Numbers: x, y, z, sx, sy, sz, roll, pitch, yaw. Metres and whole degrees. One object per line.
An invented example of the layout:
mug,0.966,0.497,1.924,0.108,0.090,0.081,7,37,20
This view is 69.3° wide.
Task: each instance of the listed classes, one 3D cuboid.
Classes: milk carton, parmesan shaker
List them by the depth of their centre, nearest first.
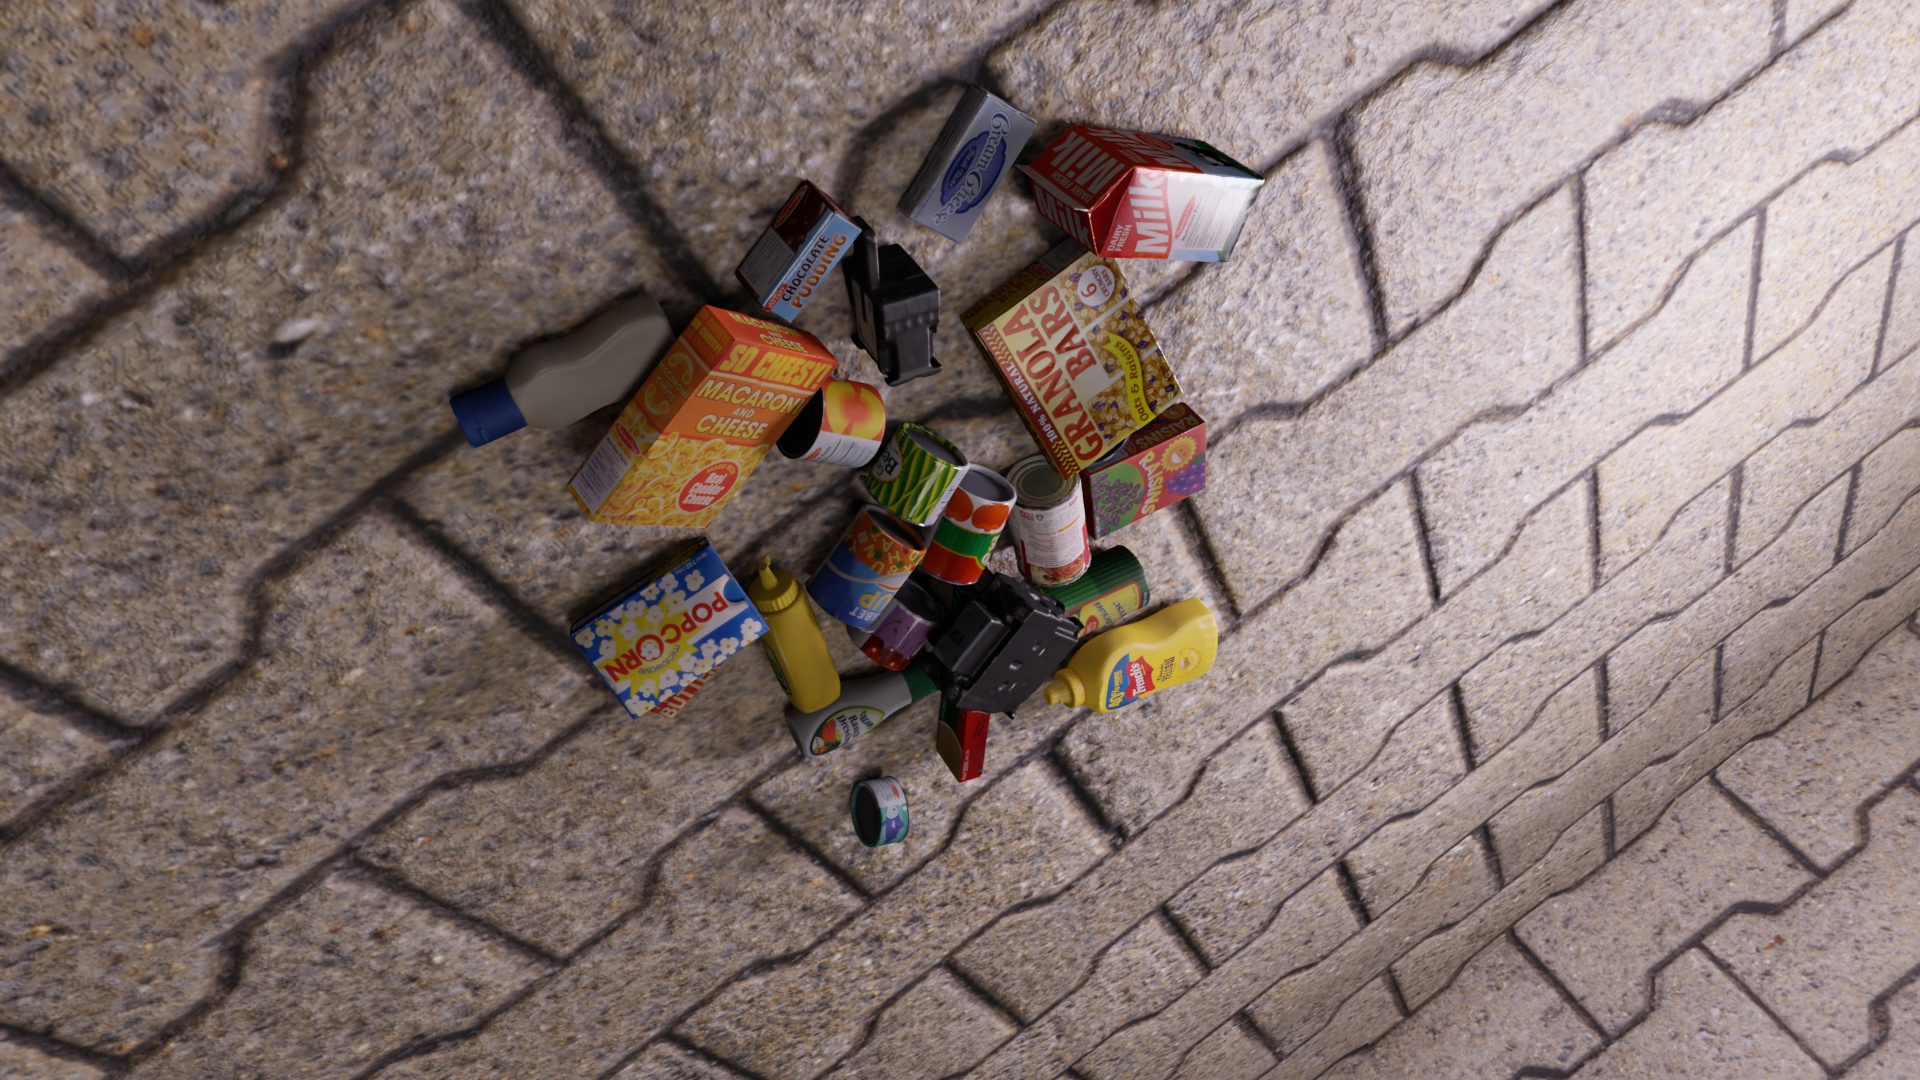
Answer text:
milk carton,0.129,-0.256,1.028,0.191,0.072,0.073,-8,131,-41
parmesan shaker,0.120,0.051,1.315,0.103,0.071,0.071,-24,137,-17

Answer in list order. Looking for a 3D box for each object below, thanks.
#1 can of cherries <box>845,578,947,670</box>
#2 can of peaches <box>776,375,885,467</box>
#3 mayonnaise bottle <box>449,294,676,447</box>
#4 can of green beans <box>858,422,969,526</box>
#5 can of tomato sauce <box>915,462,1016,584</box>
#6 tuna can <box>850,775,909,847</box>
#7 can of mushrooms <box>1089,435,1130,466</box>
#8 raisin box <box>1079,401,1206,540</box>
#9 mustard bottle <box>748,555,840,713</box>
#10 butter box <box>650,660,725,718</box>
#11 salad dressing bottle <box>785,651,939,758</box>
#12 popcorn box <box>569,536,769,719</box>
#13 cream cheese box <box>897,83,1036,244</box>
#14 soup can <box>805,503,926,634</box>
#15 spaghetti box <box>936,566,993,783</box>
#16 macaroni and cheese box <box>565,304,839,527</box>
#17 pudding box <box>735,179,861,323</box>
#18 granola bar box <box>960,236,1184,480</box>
can of cherries,-0.055,0.072,1.206,0.071,0.072,0.058,23,111,-45
can of peaches,-0.098,-0.092,1.034,0.058,0.071,0.071,8,121,-40
mayonnaise bottle,-0.260,-0.108,0.920,0.148,0.041,0.064,-26,142,-13
can of green beans,-0.035,-0.054,1.111,0.071,0.071,0.057,15,116,-43
can of tomato sauce,0.004,-0.015,1.172,0.071,0.071,0.082,2,124,-37
tuna can,-0.080,0.269,1.365,0.033,0.071,0.070,-4,128,-31
can of mushrooms,0.113,-0.101,1.200,0.071,0.033,0.070,-19,136,-20
raisin box,0.163,-0.063,1.266,0.124,0.040,0.085,-25,136,-14
mustard bottle,-0.144,0.072,1.151,0.049,0.065,0.159,-28,130,-14
butter box,-0.227,0.098,1.140,0.103,0.024,0.053,-46,139,8
salad dressing bottle,-0.085,0.147,1.271,0.148,0.044,0.064,-24,138,-17
popcorn box,-0.225,0.068,1.076,0.127,0.038,0.085,-34,107,-5
cream cheese box,0.005,-0.265,0.982,0.053,0.024,0.103,15,116,-44
soup can,-0.075,0.023,1.146,0.071,0.071,0.083,22,112,-45
spaghetti box,0.009,0.128,1.317,0.029,0.050,0.248,-16,134,-25
macaroni and cheese box,-0.178,-0.082,0.964,0.166,0.040,0.124,-49,158,18
pudding box,-0.111,-0.196,0.942,0.083,0.050,0.030,-51,139,13
granola bar box,0.092,-0.146,1.112,0.124,0.039,0.165,-36,125,-2
